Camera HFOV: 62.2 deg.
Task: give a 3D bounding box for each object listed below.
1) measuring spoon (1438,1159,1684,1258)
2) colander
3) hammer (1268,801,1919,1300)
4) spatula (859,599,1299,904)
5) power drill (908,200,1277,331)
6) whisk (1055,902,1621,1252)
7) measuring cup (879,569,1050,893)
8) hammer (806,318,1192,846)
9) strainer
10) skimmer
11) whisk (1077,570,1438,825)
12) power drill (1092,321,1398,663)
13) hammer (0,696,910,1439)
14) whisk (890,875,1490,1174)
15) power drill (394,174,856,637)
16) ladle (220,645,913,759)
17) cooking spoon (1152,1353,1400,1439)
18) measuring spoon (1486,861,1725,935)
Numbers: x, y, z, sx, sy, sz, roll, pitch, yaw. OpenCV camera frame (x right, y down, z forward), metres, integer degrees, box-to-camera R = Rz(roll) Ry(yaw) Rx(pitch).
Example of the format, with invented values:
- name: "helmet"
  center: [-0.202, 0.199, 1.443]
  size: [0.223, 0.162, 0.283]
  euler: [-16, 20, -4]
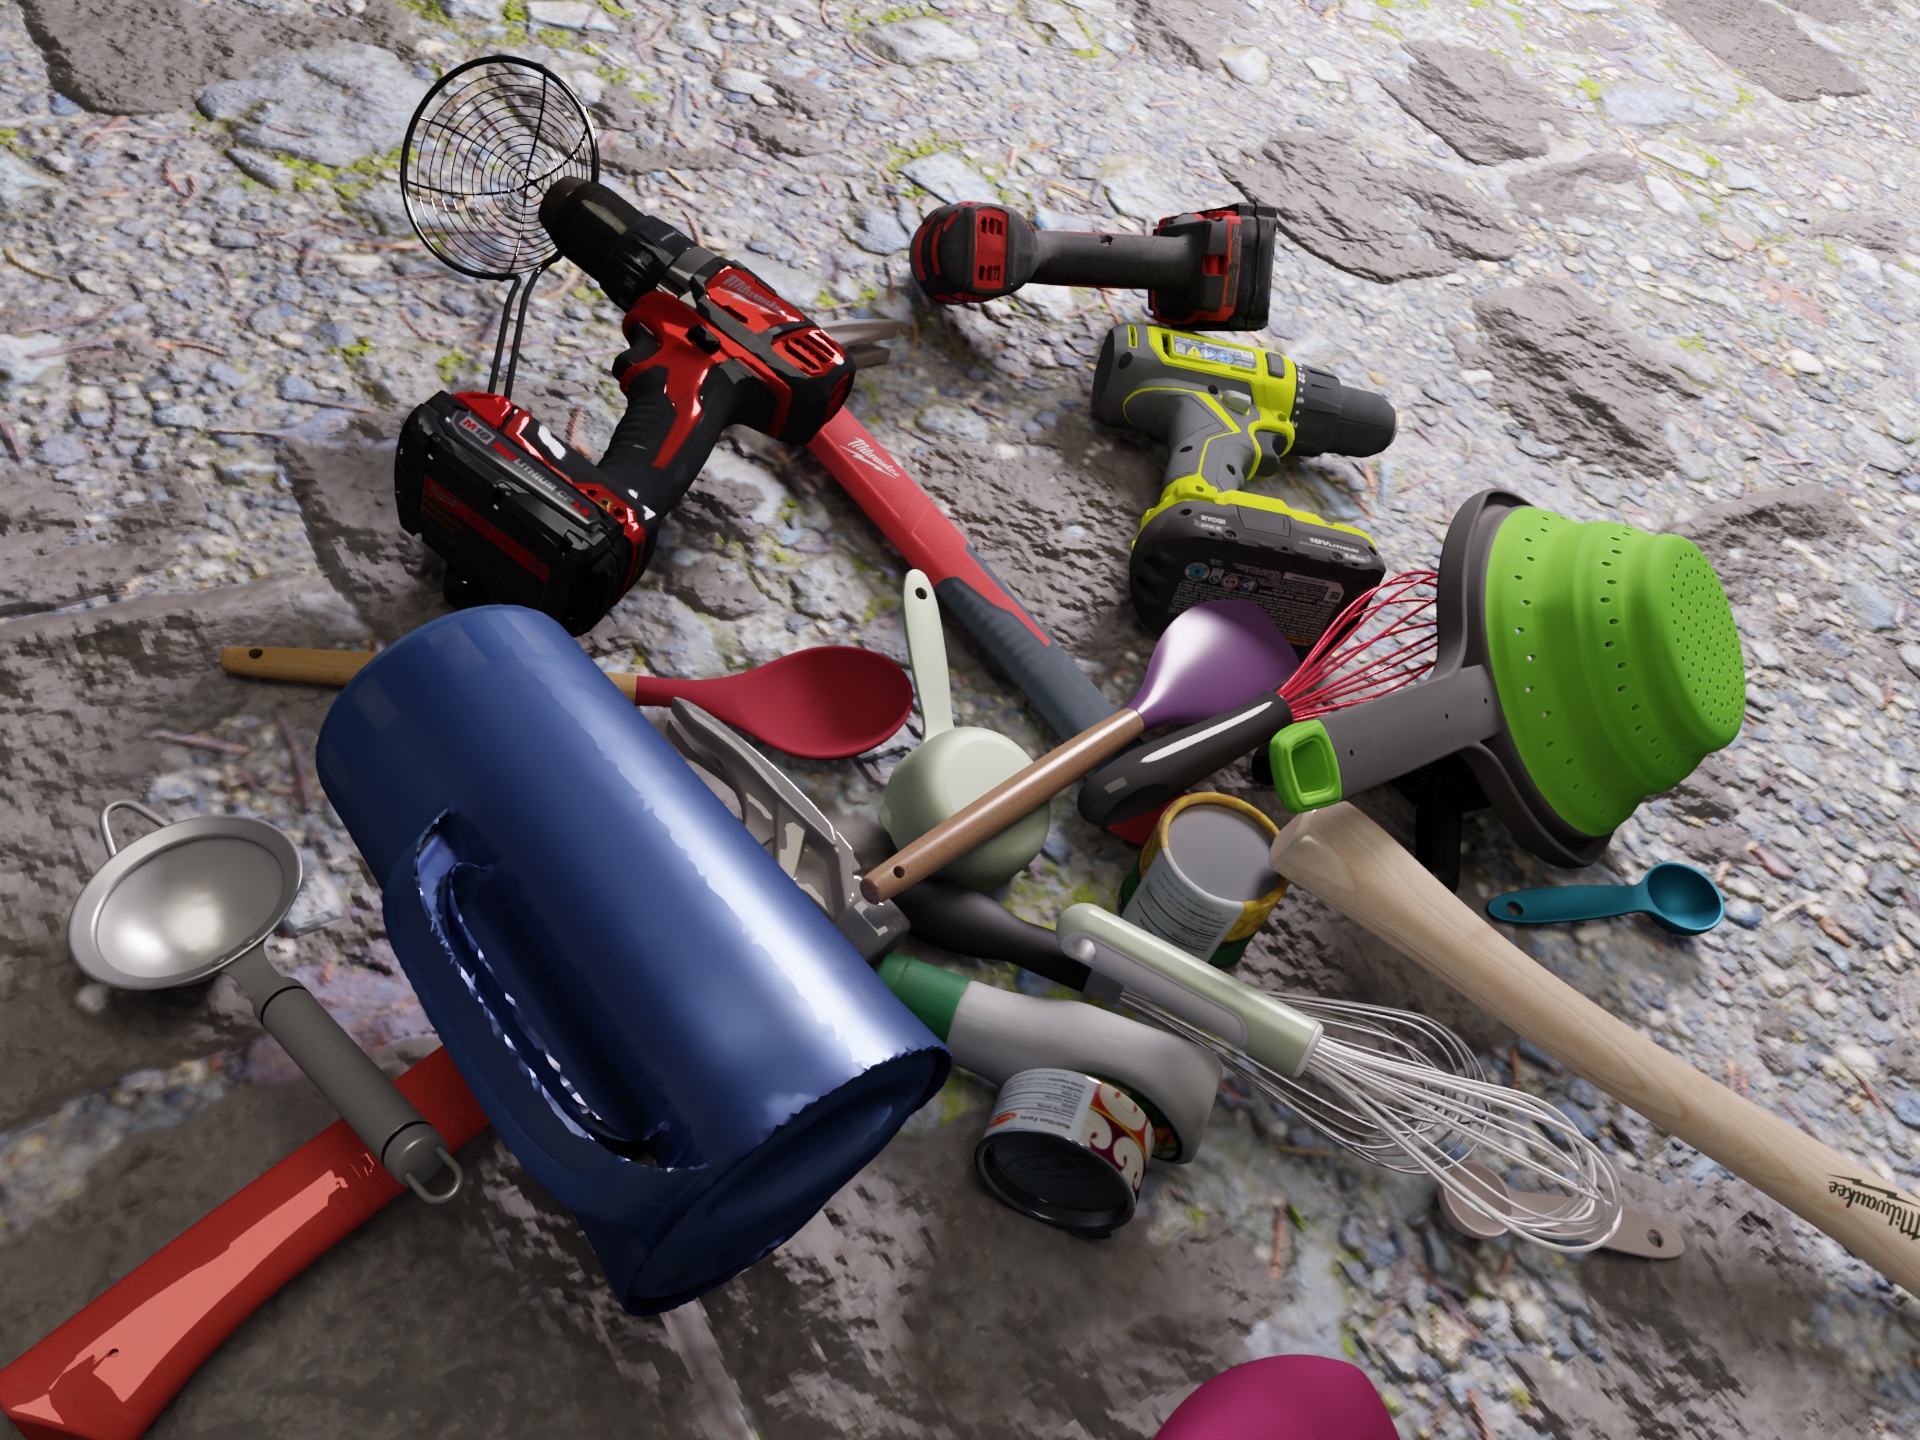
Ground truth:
- name: "measuring spoon"
  center: [0.262, 0.221, 0.697]
  size: [0.124, 0.018, 0.034]
  euler: [16, 47, -13]
- name: "colander"
  center: [0.280, -0.017, 0.751]
  size: [0.397, 0.094, 0.204]
  euler: [-15, 89, -47]
- name: "hammer"
  center: [0.311, 0.171, 0.698]
  size: [0.410, 0.038, 0.146]
  euler: [33, 49, 1]
- name: "spatula"
  center: [0.065, 0.009, 0.754]
  size: [0.316, 0.018, 0.060]
  euler: [-31, 82, -41]
- name: "power drill"
  center: [0.078, -0.293, 1.015]
  size: [0.219, 0.078, 0.143]
  euler: [-1, 13, -15]
- name: "whisk"
  center: [0.147, 0.138, 0.642]
  size: [0.246, 0.057, 0.059]
  euler: [27, 44, 16]
- name: "measuring cup"
  center: [-0.001, -0.002, 0.752]
  size: [0.083, 0.038, 0.168]
  euler: [2, 67, -32]
- name: "hammer"
  center: [0.007, -0.087, 0.863]
  size: [0.143, 0.038, 0.387]
  euler: [-22, 60, -34]
- name: "strainer"
  center: [-0.250, 0.101, 0.576]
  size: [0.087, 0.050, 0.259]
  euler: [-36, 46, -29]
- name: "skimmer"
  center: [-0.262, -0.219, 0.857]
  size: [0.127, 0.090, 0.364]
  euler: [-14, 52, 13]
- name: "whisk"
  center: [0.170, -0.011, 0.793]
  size: [0.296, 0.073, 0.073]
  euler: [-24, 61, -32]
- name: "power drill"
  center: [0.178, -0.143, 0.940]
  size: [0.190, 0.080, 0.229]
  euler: [10, 45, -8]
- name: "hammer"
  center: [-0.188, 0.127, 0.607]
  size: [0.149, 0.036, 0.359]
  euler: [43, 53, 14]
- name: "whisk"
  center: [0.095, 0.123, 0.701]
  size: [0.284, 0.070, 0.070]
  euler: [21, 47, 6]
- name: "power drill"
  center: [-0.180, -0.168, 0.793]
  size: [0.188, 0.080, 0.227]
  euler: [37, 54, 0]
- name: "ladle"
  center: [-0.180, -0.016, 0.750]
  size: [0.315, 0.031, 0.069]
  euler: [4, 51, -12]
- name: "cooking spoon"
  center: [0.024, 0.290, 0.555]
  size: [0.318, 0.017, 0.069]
  euler: [-8, 53, -24]
- name: "measuring spoon"
  center: [0.331, 0.098, 0.824]
  size: [0.128, 0.021, 0.042]
  euler: [-3, 51, -8]
